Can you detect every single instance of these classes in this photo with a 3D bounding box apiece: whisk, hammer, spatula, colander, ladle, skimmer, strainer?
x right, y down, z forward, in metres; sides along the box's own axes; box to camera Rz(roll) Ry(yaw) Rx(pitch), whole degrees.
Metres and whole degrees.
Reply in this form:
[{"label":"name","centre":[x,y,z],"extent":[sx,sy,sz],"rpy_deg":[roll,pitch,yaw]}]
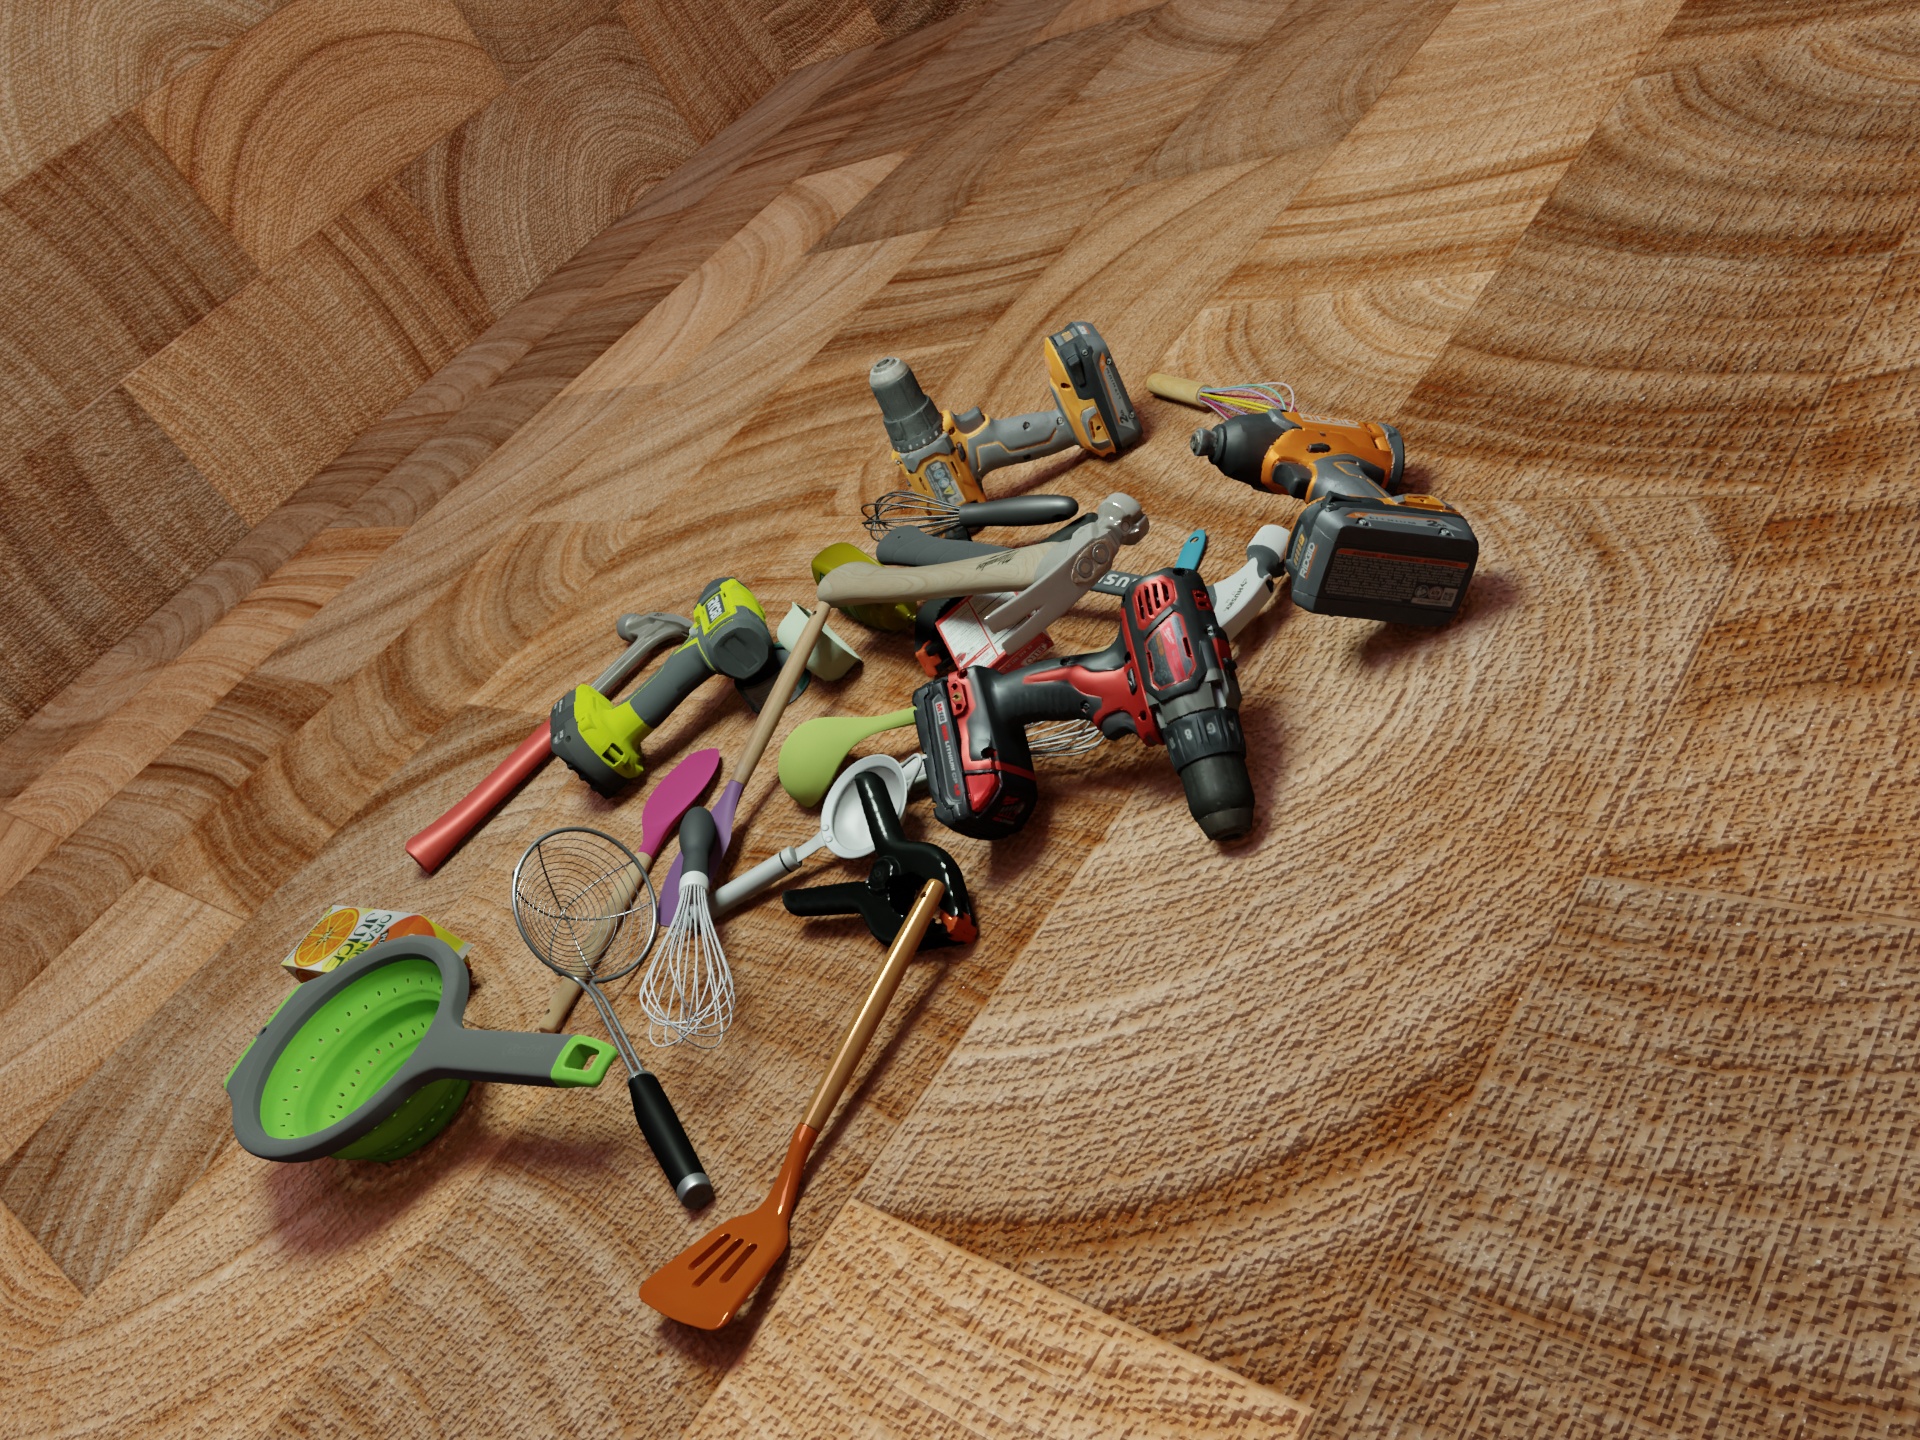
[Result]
[{"label":"whisk","centre":[0.005,-0.191,1.464],"extent":[0.239,0.055,0.055],"rpy_deg":[1,45,36]},{"label":"hammer","centre":[0.074,-0.118,1.313],"extent":[0.409,0.036,0.149],"rpy_deg":[15,59,44]},{"label":"hammer","centre":[-0.415,0.018,1.618],"extent":[0.149,0.036,0.359],"rpy_deg":[12,53,49]},{"label":"whisk","centre":[0.013,0.024,1.223],"extent":[0.246,0.059,0.058],"rpy_deg":[-21,61,27]},{"label":"spatula","centre":[-0.090,0.233,1.011],"extent":[0.081,0.041,0.323],"rpy_deg":[2,54,43]},{"label":"hammer","centre":[-0.021,-0.106,1.263],"extent":[0.146,0.038,0.411],"rpy_deg":[-43,21,-22]},{"label":"whisk","centre":[-0.202,0.144,1.193],"extent":[0.070,0.070,0.285],"rpy_deg":[-28,29,9]},{"label":"colander","centre":[-0.385,0.269,1.195],"extent":[0.397,0.094,0.205],"rpy_deg":[-5,42,34]},{"label":"ladle","centre":[-0.002,-0.004,1.288],"extent":[0.320,0.062,0.078],"rpy_deg":[-17,37,12]},{"label":"spatula","centre":[-0.180,0.032,1.348],"extent":[0.060,0.018,0.316],"rpy_deg":[3,60,43]},{"label":"skimmer","centre":[-0.238,0.202,1.155],"extent":[0.090,0.127,0.364],"rpy_deg":[-62,37,12]},{"label":"strainer","centre":[-0.125,0.104,1.240],"extent":[0.258,0.050,0.087],"rpy_deg":[-31,47,13]},{"label":"whisk","centre":[0.240,-0.295,1.466],"extent":[0.047,0.051,0.245],"rpy_deg":[-18,24,-17]}]

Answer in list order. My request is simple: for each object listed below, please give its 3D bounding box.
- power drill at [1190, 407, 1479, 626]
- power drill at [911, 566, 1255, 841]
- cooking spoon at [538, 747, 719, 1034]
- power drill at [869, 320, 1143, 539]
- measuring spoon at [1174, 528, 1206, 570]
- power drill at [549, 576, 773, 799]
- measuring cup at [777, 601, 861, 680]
[{"label":"power drill","centre":[0.264,-0.160,1.157],"extent":[0.164,0.084,0.227],"rpy_deg":[5,33,-10]},{"label":"power drill","centre":[0.090,0.016,1.096],"extent":[0.226,0.080,0.188],"rpy_deg":[-22,68,26]},{"label":"cooking spoon","centre":[-0.280,0.136,1.354],"extent":[0.069,0.017,0.319],"rpy_deg":[-12,37,32]},{"label":"power drill","centre":[0.038,-0.295,1.505],"extent":[0.226,0.185,0.084],"rpy_deg":[-26,31,6]},{"label":"measuring spoon","centre":[0.174,-0.119,1.293],"extent":[0.042,0.021,0.129],"rpy_deg":[-6,42,36]},{"label":"power drill","centre":[-0.279,-0.042,1.507],"extent":[0.223,0.080,0.171],"rpy_deg":[-40,27,5]},{"label":"measuring cup","centre":[-0.140,-0.077,1.489],"extent":[0.038,0.083,0.168],"rpy_deg":[-49,16,2]}]
